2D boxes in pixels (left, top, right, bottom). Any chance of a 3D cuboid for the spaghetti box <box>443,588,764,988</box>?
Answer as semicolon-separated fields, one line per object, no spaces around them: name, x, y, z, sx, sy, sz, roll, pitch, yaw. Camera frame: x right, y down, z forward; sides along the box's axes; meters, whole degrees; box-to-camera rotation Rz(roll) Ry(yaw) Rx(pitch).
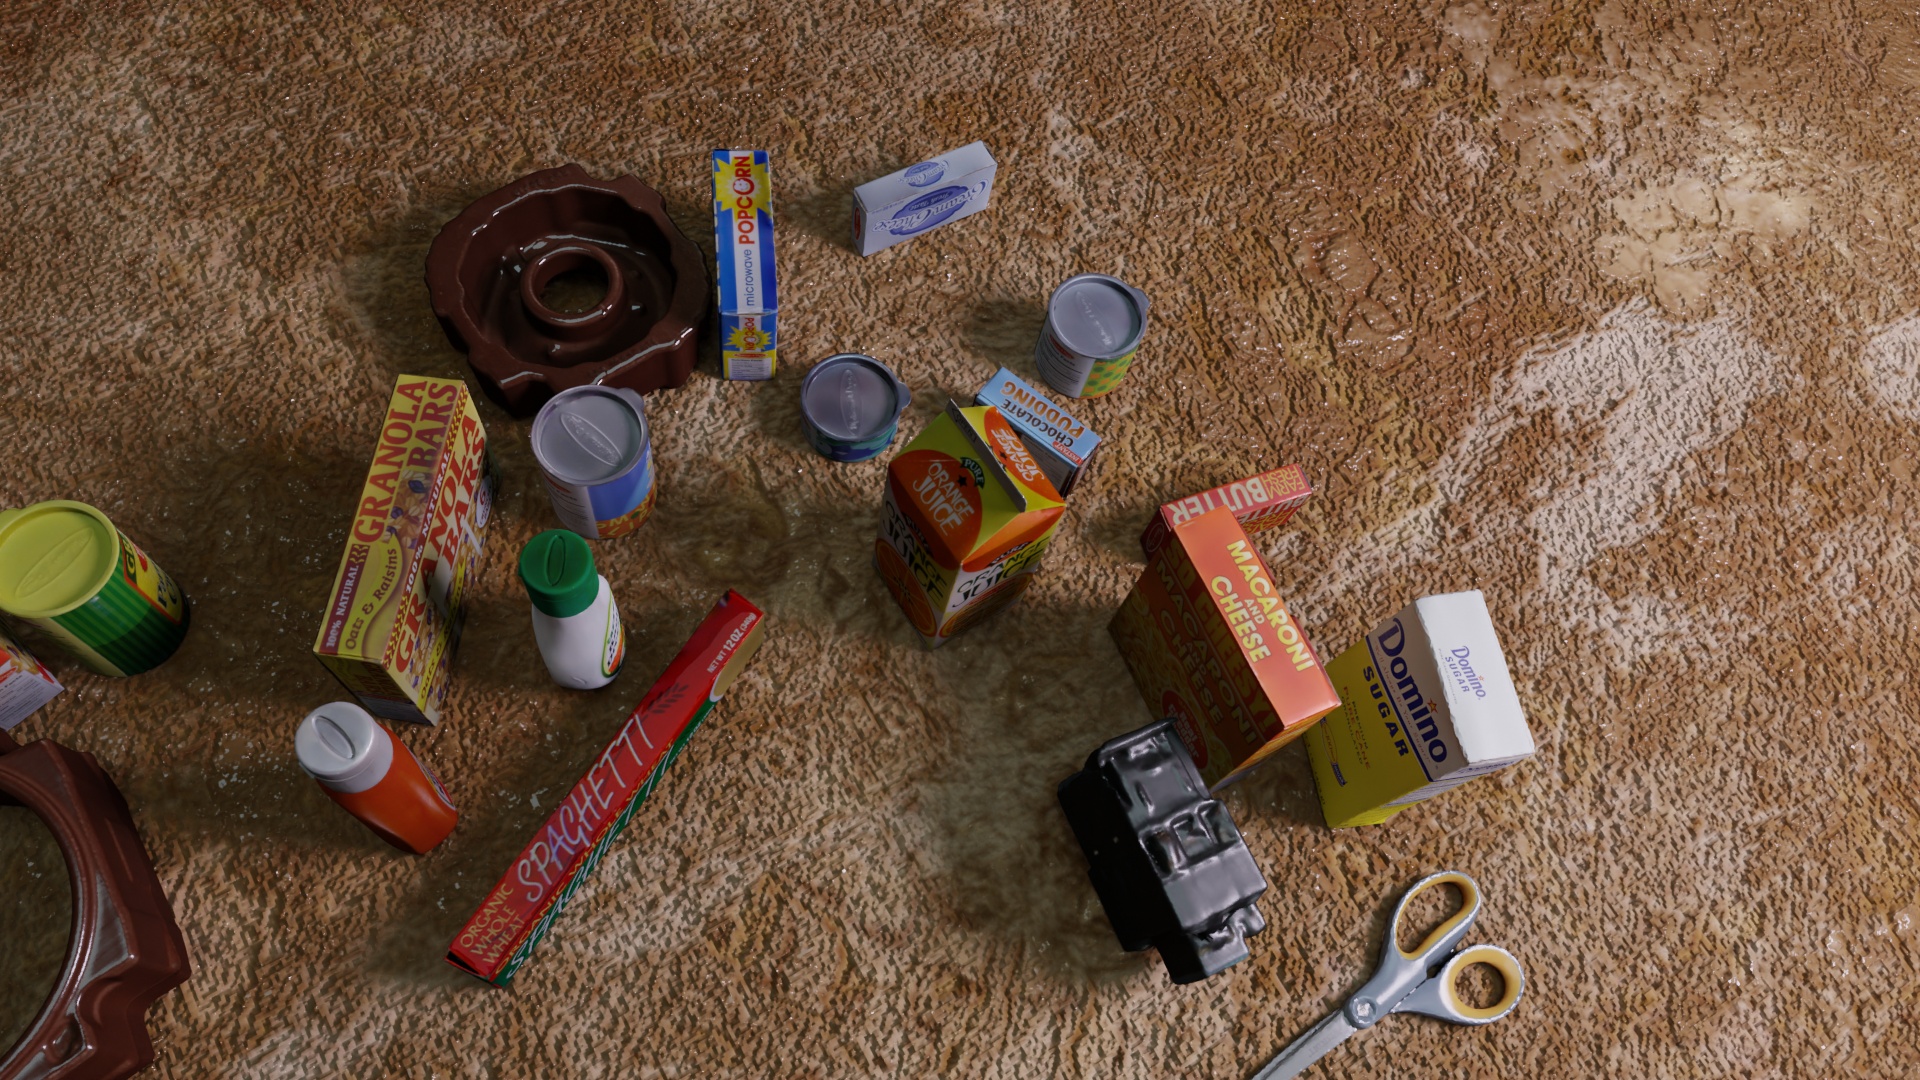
spaghetti box;-0.194;0.137;0.784;0.029;0.050;0.251;32;66;6

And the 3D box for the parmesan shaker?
parmesan shaker;-0.479;0.027;0.764;0.071;0.102;0.071;3;67;-6

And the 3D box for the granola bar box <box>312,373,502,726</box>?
granola bar box;-0.307;0.008;0.784;0.039;0.123;0.166;8;66;-4

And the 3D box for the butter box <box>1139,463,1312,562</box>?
butter box;0.171;-0.017;0.899;0.104;0.053;0.024;-17;71;-14

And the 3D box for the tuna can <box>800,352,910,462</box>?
tuna can;-0.069;-0.087;0.907;0.071;0.032;0.071;3;67;-7

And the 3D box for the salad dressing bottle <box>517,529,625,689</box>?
salad dressing bottle;-0.215;0.039;0.771;0.044;0.147;0.064;2;67;-7

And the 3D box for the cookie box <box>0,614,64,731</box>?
cookie box;-0.554;0.023;0.720;0.123;0.166;0.040;44;69;11

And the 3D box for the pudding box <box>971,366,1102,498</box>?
pudding box;0.047;-0.070;0.907;0.084;0.049;0.030;37;67;8

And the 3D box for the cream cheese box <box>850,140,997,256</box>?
cream cheese box;-0.027;-0.238;0.968;0.104;0.053;0.024;-26;73;-17

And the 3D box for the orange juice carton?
orange juice carton;0.003;-0.010;0.797;0.073;0.192;0.072;-29;74;-18

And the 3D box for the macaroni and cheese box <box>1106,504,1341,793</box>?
macaroni and cheese box;0.144;0.068;0.797;0.040;0.165;0.124;-21;71;-16

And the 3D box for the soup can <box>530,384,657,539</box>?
soup can;-0.218;-0.047;0.842;0.071;0.083;0.071;3;67;-6

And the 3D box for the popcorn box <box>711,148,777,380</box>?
popcorn box;-0.141;-0.179;0.909;0.038;0.085;0.127;-3;67;-9

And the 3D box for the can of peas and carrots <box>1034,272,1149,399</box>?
can of peas and carrots;0.089;-0.138;0.937;0.071;0.058;0.071;3;67;-7

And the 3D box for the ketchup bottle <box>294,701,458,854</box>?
ketchup bottle;-0.305;0.122;0.721;0.065;0.148;0.044;42;68;10
